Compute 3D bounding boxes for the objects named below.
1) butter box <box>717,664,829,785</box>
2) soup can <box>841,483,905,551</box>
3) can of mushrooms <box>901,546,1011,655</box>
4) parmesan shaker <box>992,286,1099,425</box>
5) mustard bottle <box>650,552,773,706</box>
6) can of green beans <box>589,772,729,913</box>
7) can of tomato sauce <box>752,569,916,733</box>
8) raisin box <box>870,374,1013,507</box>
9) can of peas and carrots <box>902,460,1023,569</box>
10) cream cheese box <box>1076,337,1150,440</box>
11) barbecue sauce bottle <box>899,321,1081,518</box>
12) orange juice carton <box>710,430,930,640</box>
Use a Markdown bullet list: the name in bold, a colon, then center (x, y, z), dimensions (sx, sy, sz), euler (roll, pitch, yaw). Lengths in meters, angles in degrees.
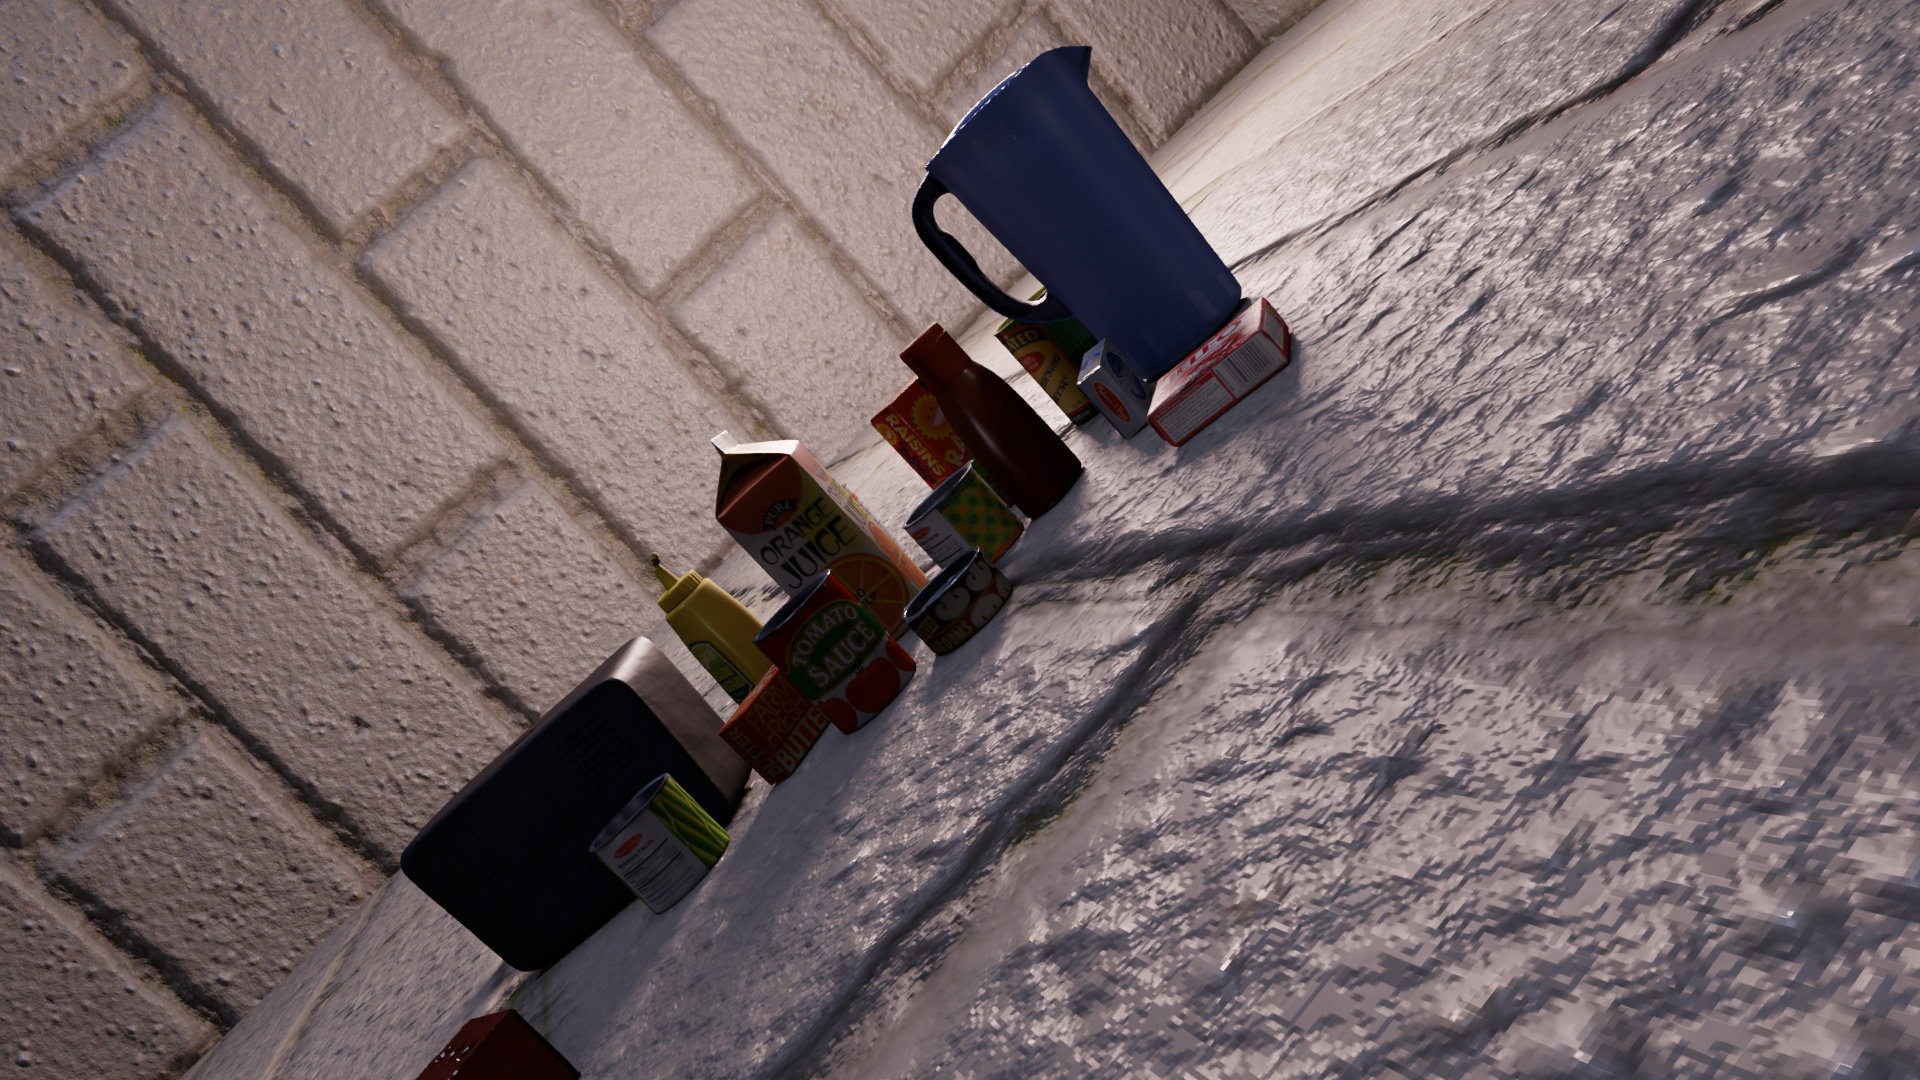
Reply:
- **butter box**: center (-0.114, 0.111, 0.933), dimensions (0.024, 0.053, 0.104), euler (-35, 12, 41)
- **soup can**: center (-0.105, 0.000, 1.293), dimensions (0.071, 0.083, 0.071), euler (-41, 9, 8)
- **can of mushrooms**: center (-0.003, 0.039, 0.861), dimensions (0.071, 0.033, 0.071), euler (-41, 9, 8)
- **parmesan shaker**: center (0.086, -0.153, 1.136), dimensions (0.071, 0.103, 0.071), euler (-41, 9, 8)
- **mustard bottle**: center (-0.194, 0.072, 1.106), dimensions (0.065, 0.160, 0.049), euler (-31, 15, 52)
- **can of green beans**: center (-0.188, 0.190, 0.872), dimensions (0.071, 0.058, 0.071), euler (-41, 9, 8)
- **can of tomato sauce**: center (-0.078, 0.071, 0.875), dimensions (0.071, 0.083, 0.071), euler (-41, 9, 8)
- **raisin box**: center (0.001, -0.079, 1.093), dimensions (0.086, 0.123, 0.040), euler (-49, 11, -32)
- **can of peas and carrots**: center (0.004, -0.012, 0.984), dimensions (0.071, 0.058, 0.071), euler (-41, 9, 8)
- **cream cheese box**: center (0.111, -0.110, 0.994), dimensions (0.024, 0.053, 0.104), euler (-40, 10, 19)
- **barbecue sauce bottle**: center (0.020, -0.088, 0.976), dimensions (0.043, 0.148, 0.065), euler (-35, 12, 40)
- **orange juice carton**: center (-0.109, -0.006, 1.007), dimensions (0.073, 0.192, 0.072), euler (-42, 9, 7)
